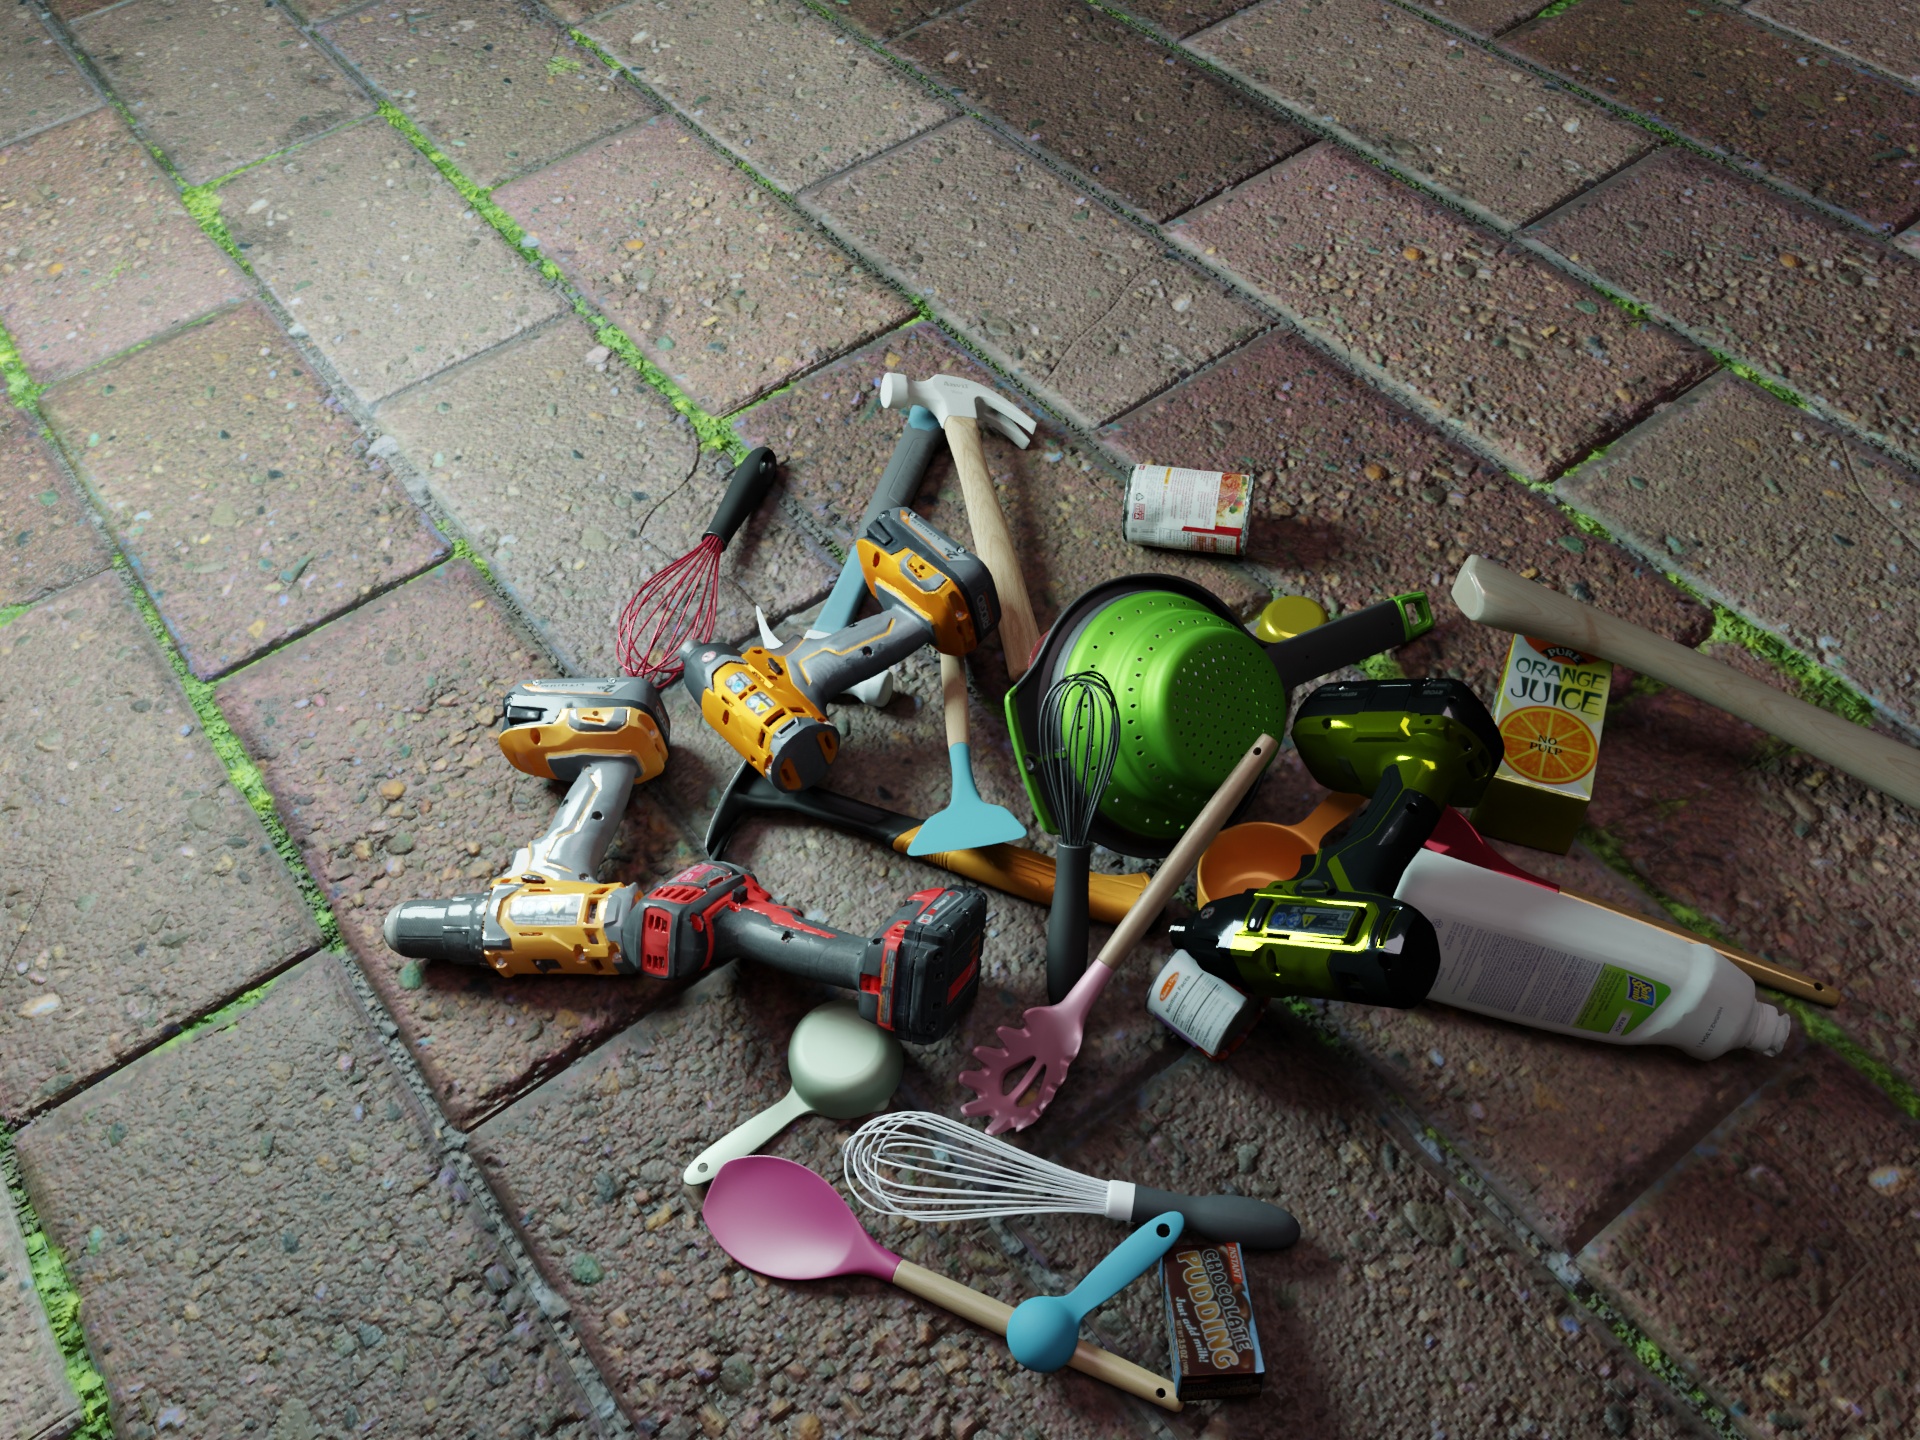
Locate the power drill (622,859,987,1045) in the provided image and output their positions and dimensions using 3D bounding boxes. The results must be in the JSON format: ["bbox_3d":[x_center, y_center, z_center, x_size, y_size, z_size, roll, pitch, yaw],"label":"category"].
[{"bbox_3d":[-0.100,0.143,1.072,0.220,0.078,0.143,9,12,15],"label":"power drill"}]

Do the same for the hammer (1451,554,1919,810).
[{"bbox_3d":[0.549,-0.027,1.128,0.410,0.038,0.146,25,56,5],"label":"hammer"}]

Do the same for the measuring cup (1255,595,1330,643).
[{"bbox_3d":[0.247,-0.038,1.233,0.062,0.029,0.157,15,53,17],"label":"measuring cup"}]

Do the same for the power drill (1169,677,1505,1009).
[{"bbox_3d":[0.241,0.077,1.012,0.171,0.080,0.223,-1,44,43],"label":"power drill"}]

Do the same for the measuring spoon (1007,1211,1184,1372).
[{"bbox_3d":[0.081,0.330,0.932,0.128,0.021,0.042,-37,63,-10],"label":"measuring spoon"}]

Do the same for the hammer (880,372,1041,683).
[{"bbox_3d":[0.025,-0.168,1.340,0.130,0.031,0.332,0,54,-22],"label":"hammer"}]

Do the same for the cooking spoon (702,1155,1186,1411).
[{"bbox_3d":[-0.015,0.345,0.964,0.319,0.017,0.069,18,73,18],"label":"cooking spoon"}]

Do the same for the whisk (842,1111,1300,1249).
[{"bbox_3d":[0.066,0.291,0.980,0.284,0.070,0.070,9,53,5],"label":"whisk"}]

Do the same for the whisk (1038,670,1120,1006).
[{"bbox_3d":[0.074,0.083,1.050,0.055,0.239,0.055,2,13,-1],"label":"whisk"}]

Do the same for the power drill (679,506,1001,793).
[{"bbox_3d":[-0.100,-0.063,1.213,0.226,0.084,0.164,-39,54,-17],"label":"power drill"}]

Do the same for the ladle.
[{"bbox_3d":[0.434,0.128,1.088,0.315,0.031,0.069,21,63,18],"label":"ladle"}]

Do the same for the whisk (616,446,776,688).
[{"bbox_3d":[-0.215,-0.137,1.341,0.073,0.073,0.296,10,49,13],"label":"whisk"}]

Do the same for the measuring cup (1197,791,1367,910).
[{"bbox_3d":[0.238,0.097,1.116,0.173,0.052,0.095,-37,58,-24],"label":"measuring cup"}]

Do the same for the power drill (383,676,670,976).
[{"bbox_3d":[-0.311,0.081,1.166,0.185,0.084,0.226,-2,56,6],"label":"power drill"}]

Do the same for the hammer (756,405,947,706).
[{"bbox_3d":[-0.073,-0.152,1.353,0.128,0.033,0.331,12,54,13],"label":"hammer"}]

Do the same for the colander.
[{"bbox_3d":[0.224,-0.031,1.141,0.397,0.094,0.204,-20,96,-28],"label":"colander"}]

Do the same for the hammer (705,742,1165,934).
[{"bbox_3d":[-0.017,0.096,1.151,0.337,0.034,0.127,16,54,17],"label":"hammer"}]

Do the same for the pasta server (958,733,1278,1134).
[{"bbox_3d":[0.109,0.136,1.038,0.060,0.040,0.316,35,87,27],"label":"pasta server"}]

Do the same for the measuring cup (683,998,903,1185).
[{"bbox_3d":[-0.112,0.244,1.039,0.167,0.038,0.083,-33,56,-22],"label":"measuring cup"}]

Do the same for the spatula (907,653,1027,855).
[{"bbox_3d":[-0.002,-0.004,1.194,0.082,0.044,0.318,-10,42,4],"label":"spatula"}]
